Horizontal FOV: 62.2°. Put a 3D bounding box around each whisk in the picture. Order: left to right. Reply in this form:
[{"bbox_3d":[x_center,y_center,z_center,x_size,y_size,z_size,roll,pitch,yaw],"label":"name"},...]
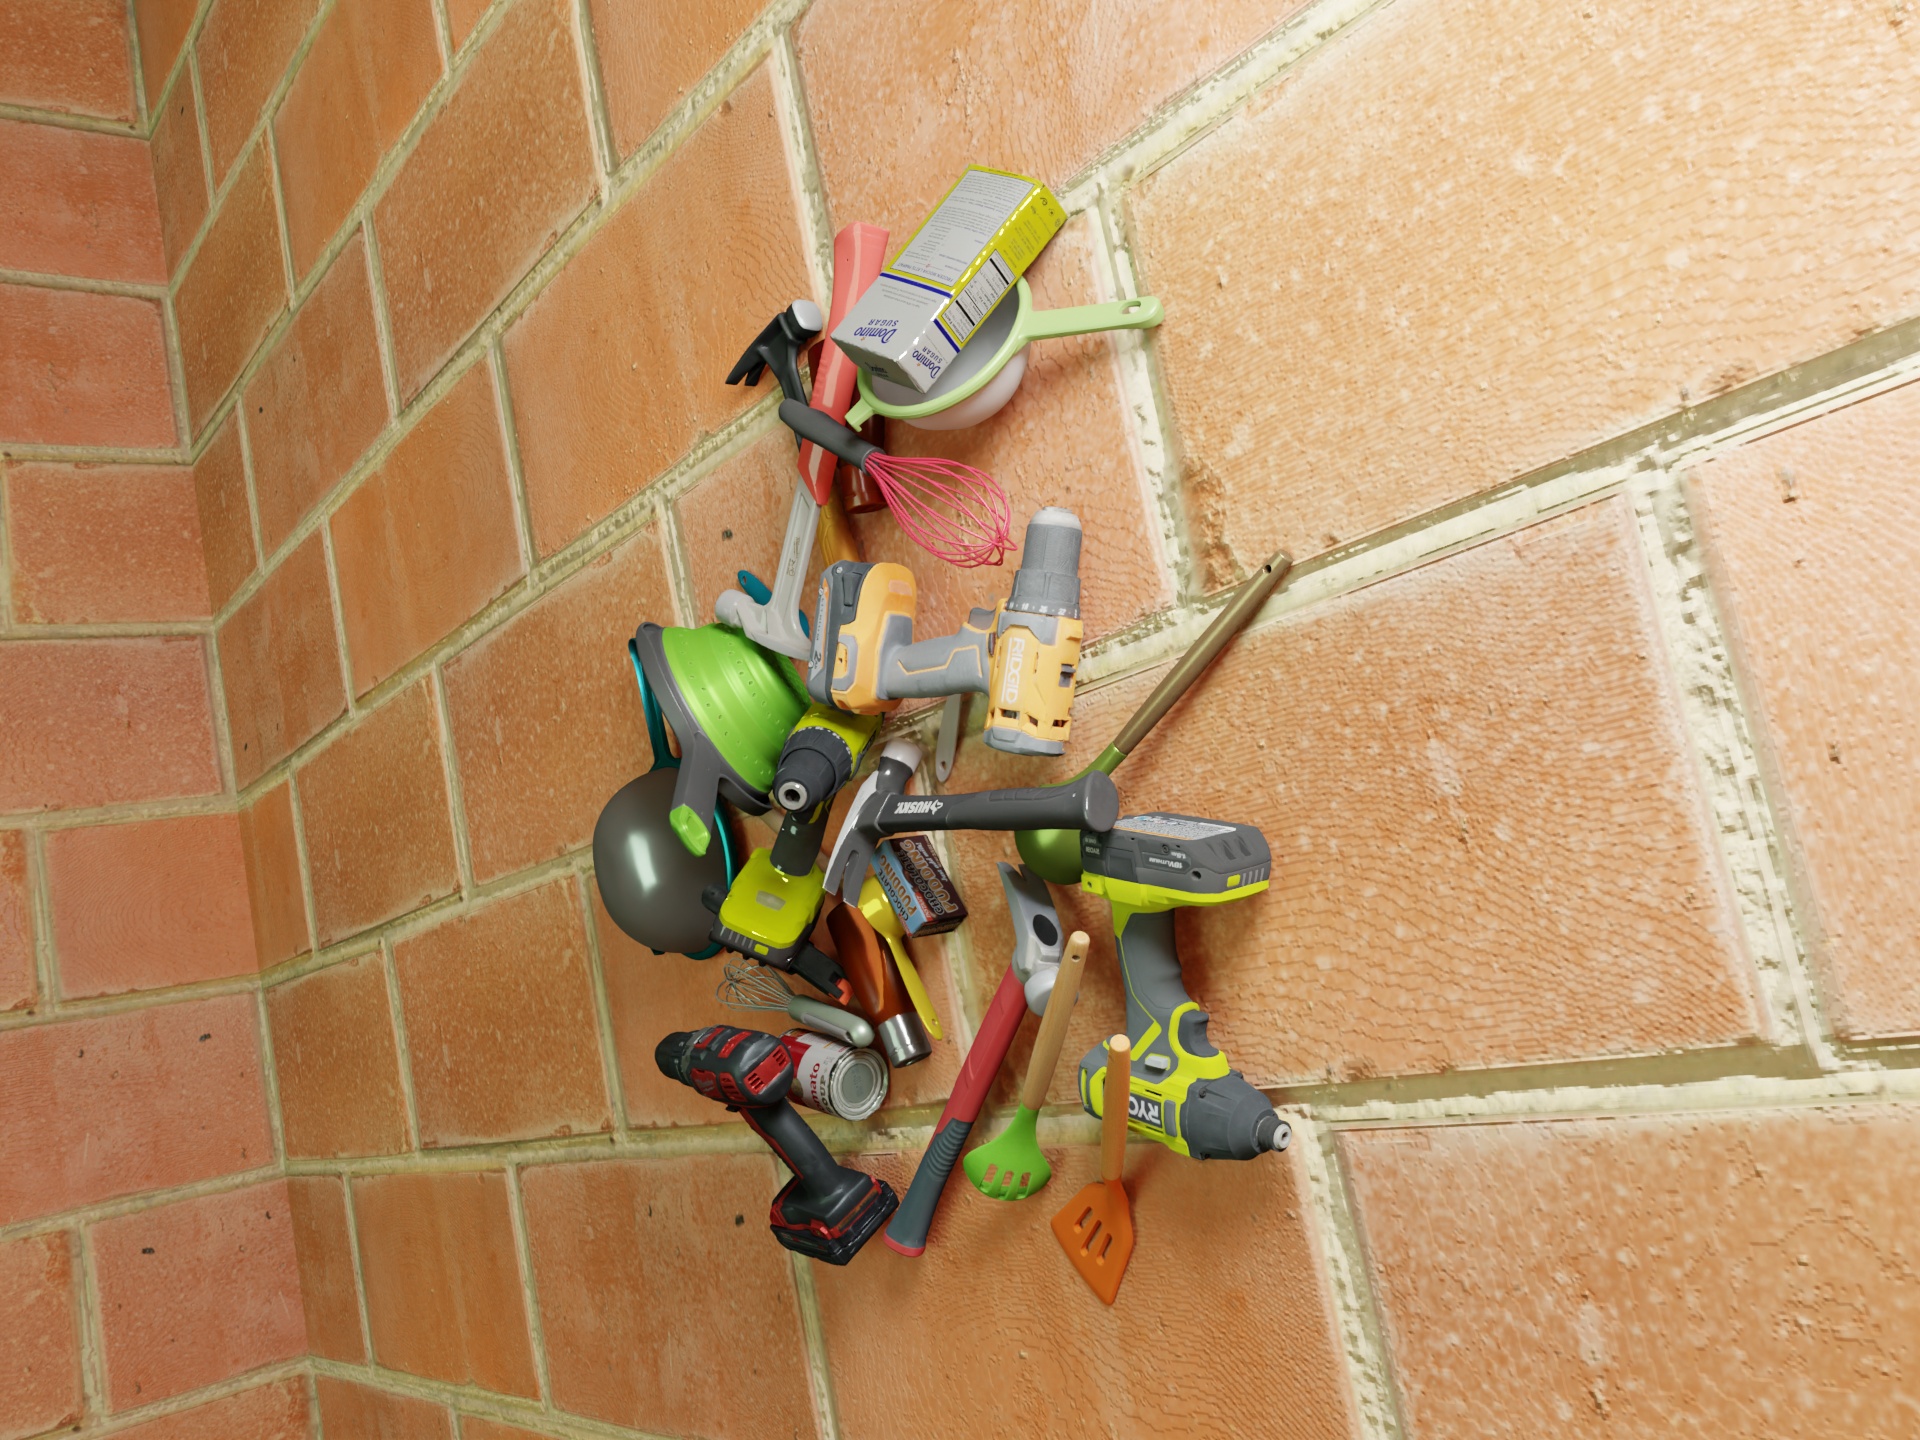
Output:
[{"bbox_3d":[-0.154,0.263,1.466,0.246,0.059,0.057,7,125,53],"label":"whisk"},{"bbox_3d":[-0.056,-0.191,1.216,0.296,0.073,0.073,38,121,41],"label":"whisk"}]

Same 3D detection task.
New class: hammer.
[{"bbox_3d":[-0.128,-0.198,1.418,0.127,0.034,0.337,-33,69,46],"label":"hammer"},{"bbox_3d":[-0.109,-0.230,1.325,0.149,0.036,0.359,22,104,31],"label":"hammer"},{"bbox_3d":[0.003,0.293,1.290,0.143,0.038,0.386,-107,30,-50],"label":"hammer"},{"bbox_3d":[0.005,0.073,1.191,0.335,0.035,0.146,-7,52,57],"label":"hammer"}]

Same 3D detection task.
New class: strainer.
[{"bbox_3d":[-0.329,0.085,1.622,0.211,0.095,0.340,-15,86,53],"label":"strainer"},{"bbox_3d":[0.044,-0.273,1.189,0.256,0.069,0.152,1,60,34],"label":"strainer"}]

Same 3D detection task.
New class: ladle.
[{"bbox_3d":[0.137,0.001,1.124,0.320,0.062,0.078,-52,55,31],"label":"ladle"}]

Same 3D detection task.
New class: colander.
[{"bbox_3d":[-0.189,0.005,1.359,0.204,0.094,0.397,57,-174,-20],"label":"colander"}]

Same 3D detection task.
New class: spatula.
[{"bbox_3d":[0.100,0.313,1.124,0.081,0.041,0.322,50,157,35],"label":"spatula"}]

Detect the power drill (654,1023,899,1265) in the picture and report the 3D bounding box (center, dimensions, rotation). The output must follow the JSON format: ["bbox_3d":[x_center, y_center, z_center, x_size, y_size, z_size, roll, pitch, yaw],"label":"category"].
[{"bbox_3d":[-0.174,0.363,1.409,0.188,0.080,0.226,-9,117,53],"label":"power drill"}]

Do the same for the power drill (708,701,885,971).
[{"bbox_3d":[-0.138,0.093,1.340,0.080,0.191,0.228,22,114,2],"label":"power drill"}]

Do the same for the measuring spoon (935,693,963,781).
[{"bbox_3d":[-0.002,-0.004,1.305,0.034,0.018,0.124,36,127,38],"label":"measuring spoon"}]

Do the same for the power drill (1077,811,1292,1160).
[{"bbox_3d":[0.153,0.183,1.088,0.171,0.080,0.223,6,102,51],"label":"power drill"}]

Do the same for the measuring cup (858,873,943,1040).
[{"bbox_3d":[-0.039,0.192,1.324,0.029,0.062,0.157,-41,57,22],"label":"measuring cup"}]

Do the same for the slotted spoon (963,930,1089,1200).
[{"bbox_3d":[0.055,0.266,1.174,0.031,0.070,0.313,-79,1,-51],"label":"slotted spoon"}]

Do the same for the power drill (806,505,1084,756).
[{"bbox_3d":[-0.004,-0.078,1.228,0.226,0.084,0.185,10,94,36],"label":"power drill"}]

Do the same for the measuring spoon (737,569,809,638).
[{"bbox_3d":[-0.185,-0.107,1.503,0.129,0.021,0.042,44,125,37],"label":"measuring spoon"}]

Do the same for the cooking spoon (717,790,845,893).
[{"bbox_3d":[-0.194,0.083,1.535,0.319,0.017,0.068,36,132,43],"label":"cooking spoon"}]
